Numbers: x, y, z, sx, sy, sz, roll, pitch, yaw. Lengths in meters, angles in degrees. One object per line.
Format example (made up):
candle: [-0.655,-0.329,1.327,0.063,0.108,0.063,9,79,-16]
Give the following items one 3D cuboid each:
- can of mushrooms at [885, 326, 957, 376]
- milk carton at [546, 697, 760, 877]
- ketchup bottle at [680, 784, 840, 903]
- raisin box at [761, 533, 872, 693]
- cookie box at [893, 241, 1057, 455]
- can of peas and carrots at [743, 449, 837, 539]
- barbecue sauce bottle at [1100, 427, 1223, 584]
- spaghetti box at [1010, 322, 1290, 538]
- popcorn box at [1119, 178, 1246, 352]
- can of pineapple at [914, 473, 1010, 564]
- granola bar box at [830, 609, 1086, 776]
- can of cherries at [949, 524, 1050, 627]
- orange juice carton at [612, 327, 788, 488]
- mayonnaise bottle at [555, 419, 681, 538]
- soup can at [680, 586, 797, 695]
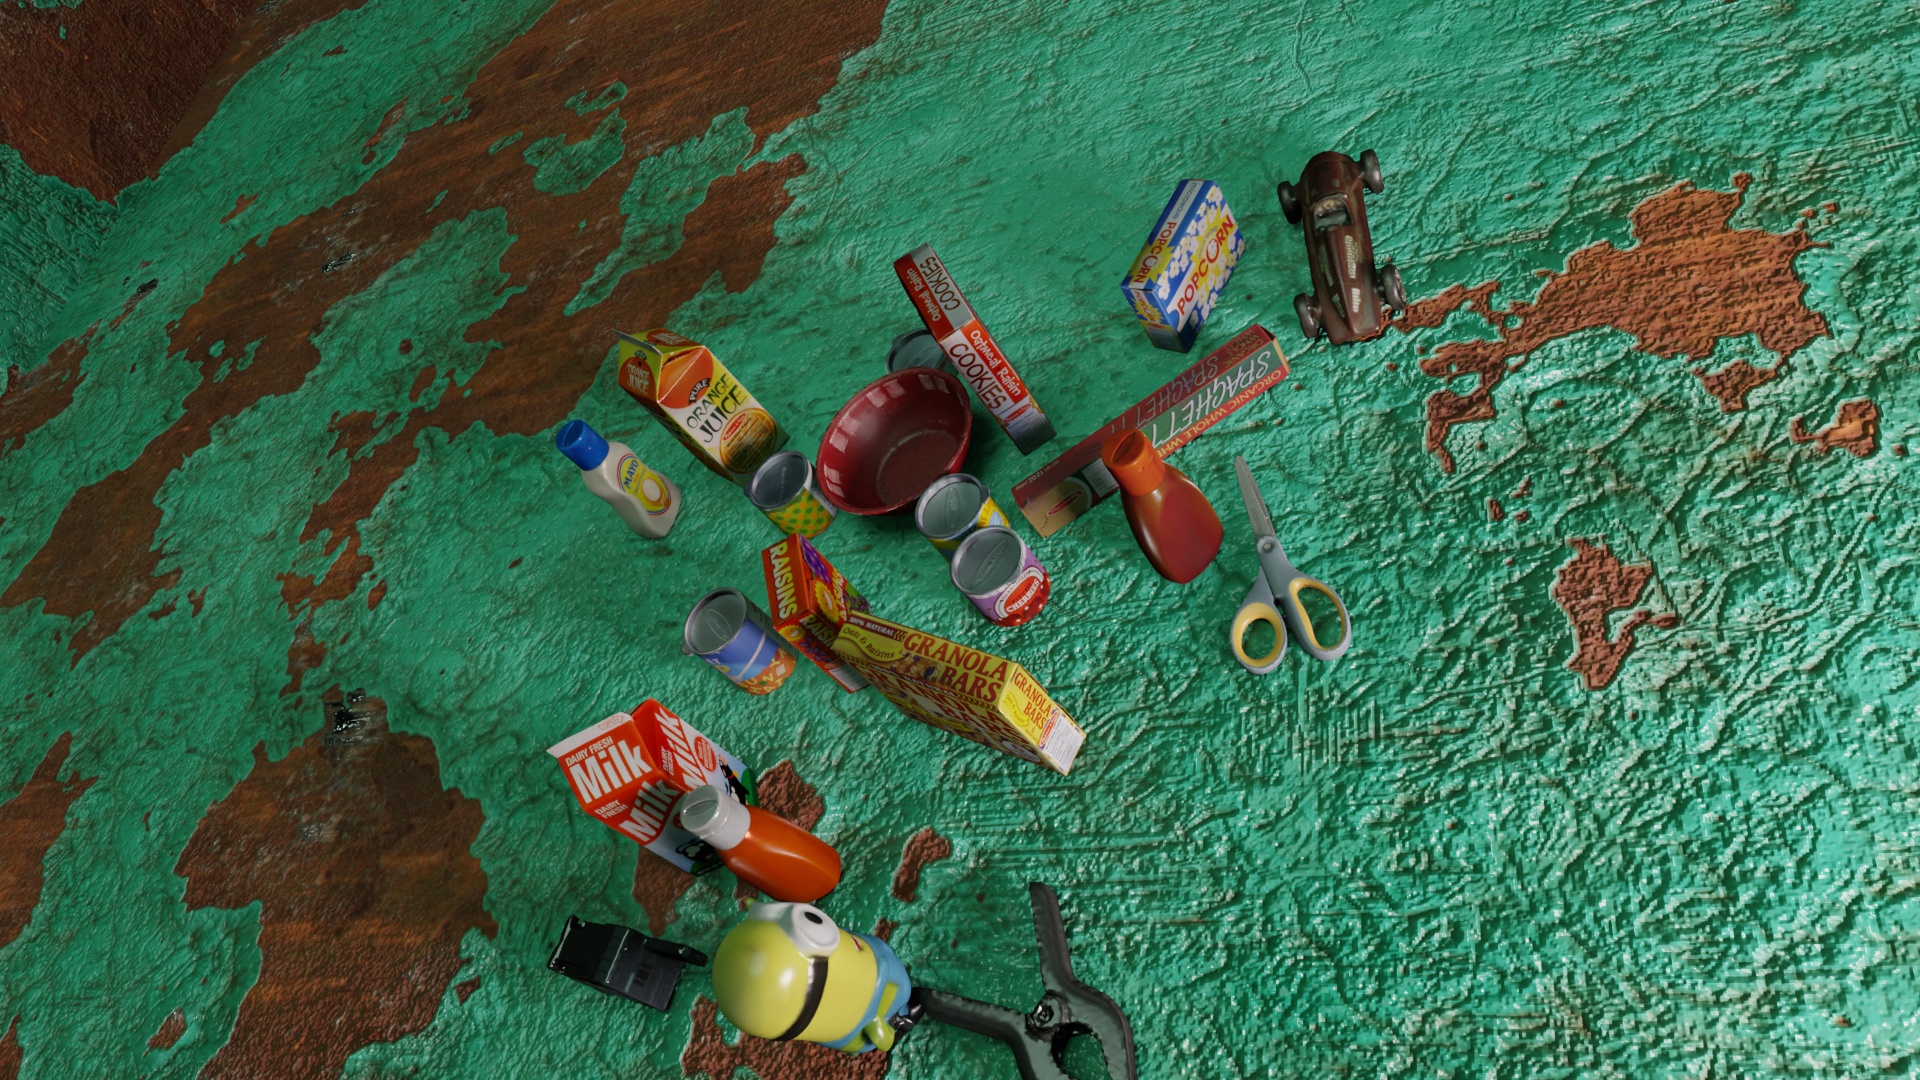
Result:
can of mushrooms: [-0.038,-0.173,1.344,0.071,0.033,0.071,-16,51,21]
milk carton: [-0.238,0.190,1.099,0.072,0.190,0.074,-29,48,12]
ketchup bottle: [-0.153,0.230,1.047,0.064,0.148,0.044,-21,50,18]
raisin box: [-0.114,0.062,1.161,0.040,0.123,0.086,-27,48,13]
cookie box: [0.012,-0.166,1.217,0.040,0.167,0.123,-34,47,7]
can of peas and carrots: [-0.158,-0.041,1.307,0.071,0.058,0.071,-16,51,22]
barbecue sauce bottle: [0.150,-0.028,1.046,0.044,0.148,0.065,26,75,41]
spaghetti box: [0.158,-0.090,1.154,0.250,0.050,0.029,-34,47,6]
popcorn box: [0.196,-0.241,1.214,0.038,0.085,0.127,16,68,38]
can of pineapple: [0.004,-0.015,1.189,0.071,0.057,0.071,-16,51,22]
granola bar box: [-0.001,0.114,1.054,0.165,0.124,0.039,15,67,38]
can of cherries: [0.034,0.031,1.136,0.071,0.058,0.072,-16,51,22]
orange juice carton: [-0.258,-0.138,1.346,0.072,0.192,0.073,26,75,41]
mayonnaise bottle: [-0.338,-0.063,1.371,0.041,0.147,0.065,-5,56,29]
soup can: [-0.194,0.091,1.217,0.071,0.083,0.072,-16,51,22]
